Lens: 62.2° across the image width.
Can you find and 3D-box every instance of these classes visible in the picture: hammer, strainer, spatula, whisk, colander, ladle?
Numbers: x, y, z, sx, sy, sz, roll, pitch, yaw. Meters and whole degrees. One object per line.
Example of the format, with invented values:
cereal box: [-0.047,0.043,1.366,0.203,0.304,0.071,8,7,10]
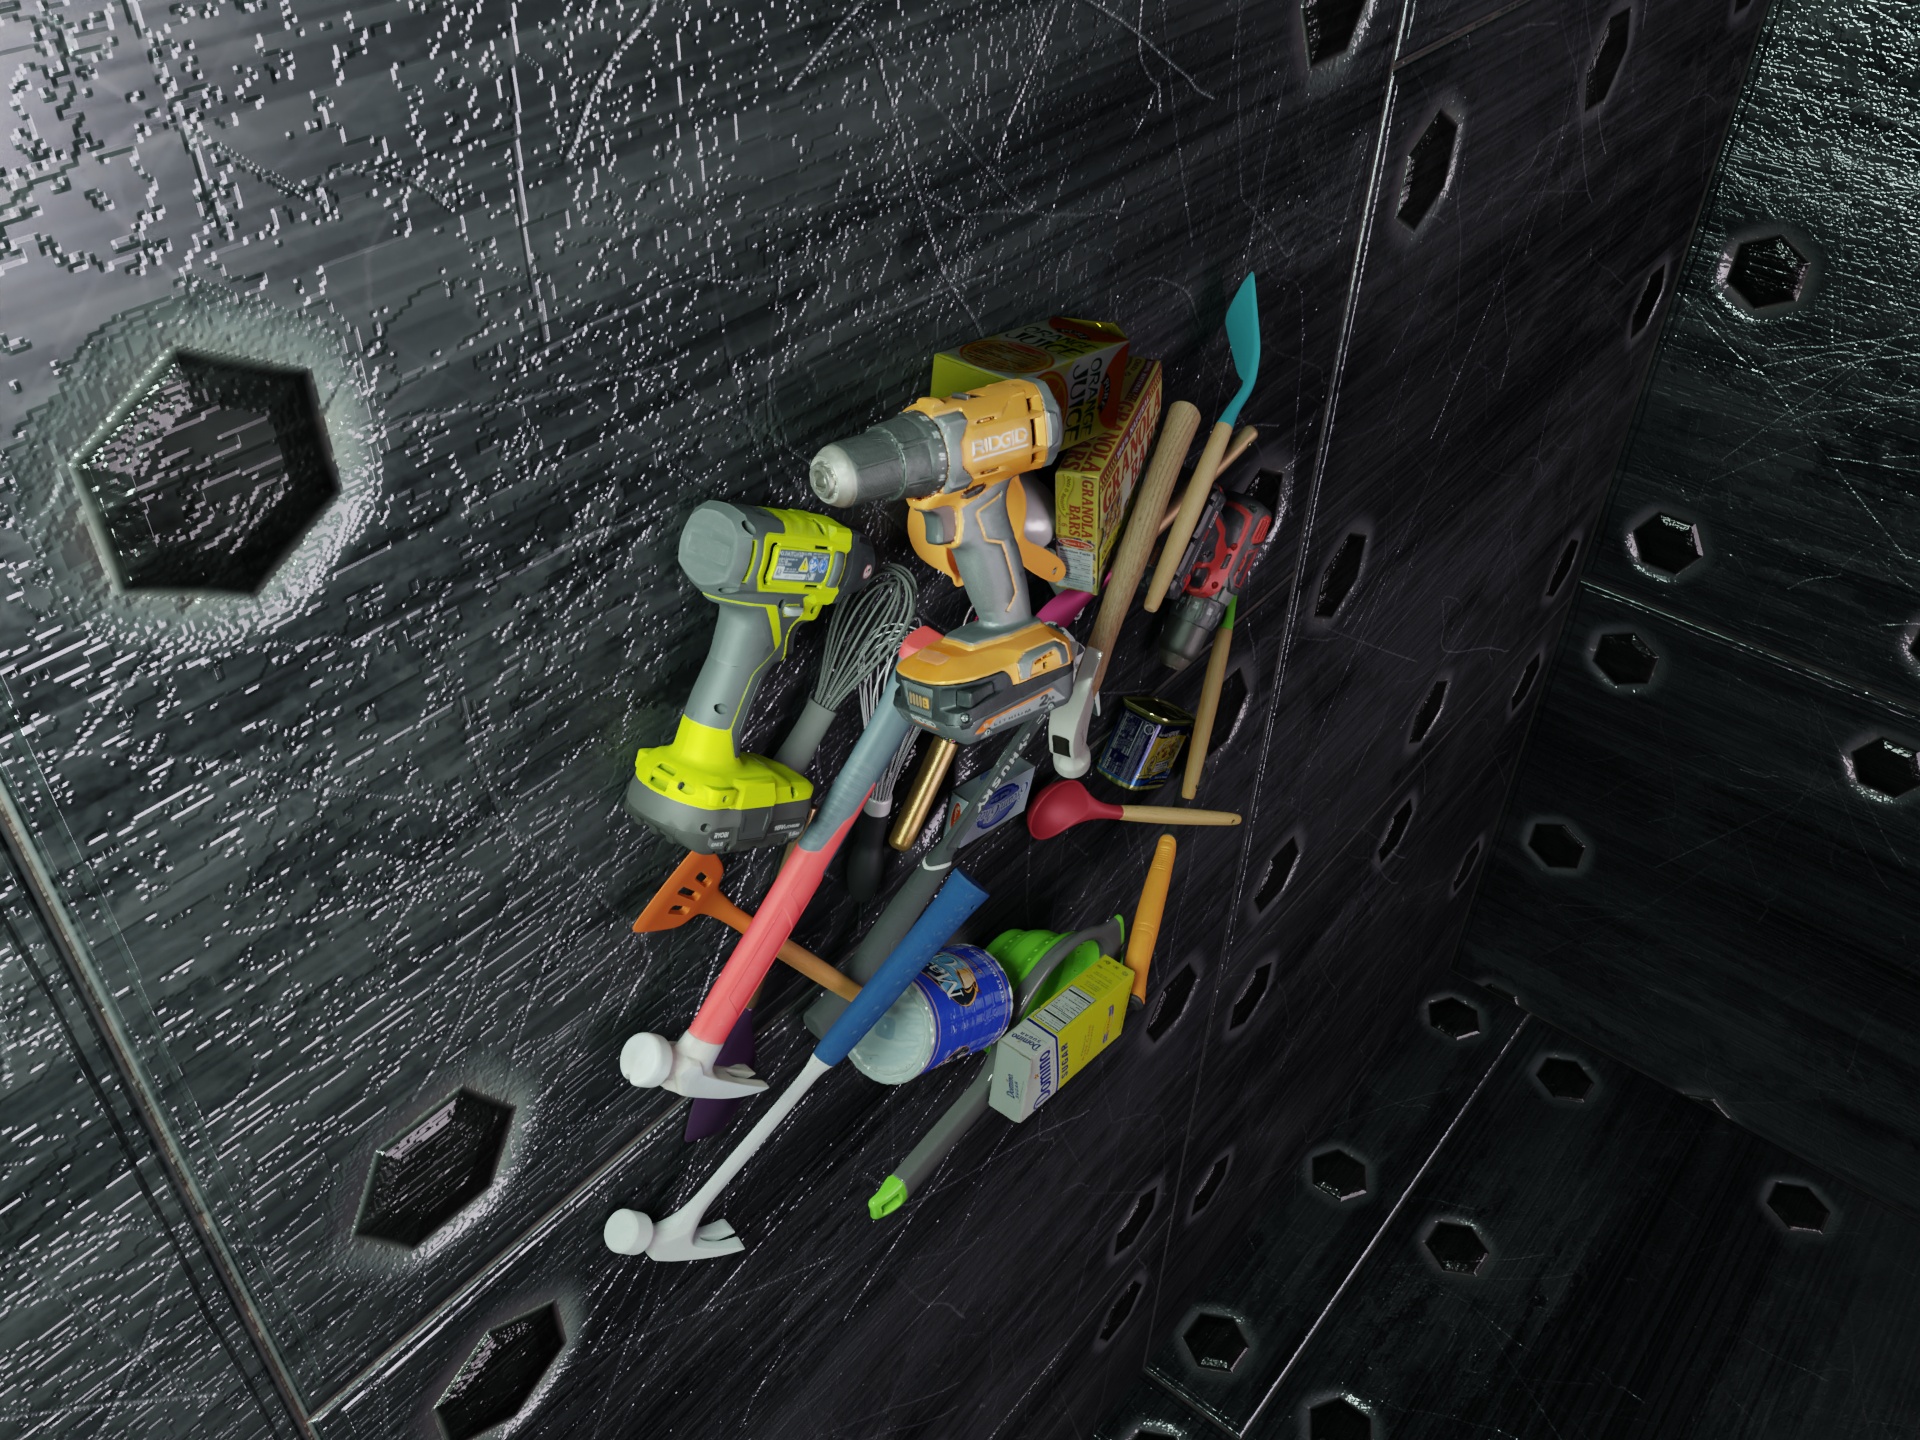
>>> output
hammer: [0.136,-0.122,1.300,0.130,0.031,0.331,75,33,-65]
hammer: [-0.103,0.108,1.176,0.386,0.038,0.143,-59,146,3]
strainer: [0.074,-0.141,1.344,0.258,0.050,0.087,49,57,-64]
spatula: [-0.142,0.176,1.231,0.081,0.041,0.322,-52,140,-5]
whisk: [-0.002,-0.005,1.323,0.051,0.047,0.245,17,99,-56]
colander: [0.016,0.330,1.601,0.397,0.095,0.204,-43,146,-32]
spatula: [-0.163,0.206,1.278,0.059,0.018,0.315,-5,120,-49]
hammer: [-0.117,0.288,1.311,0.405,0.035,0.144,-50,144,2]
ladle: [0.184,0.096,1.651,0.315,0.031,0.069,6,117,-39]
spatula: [0.209,-0.236,1.375,0.082,0.044,0.318,119,-5,-73]
whisk: [-0.103,-0.010,1.162,0.239,0.055,0.055,-60,152,6]
hammer: [-0.008,0.107,1.380,0.409,0.036,0.149,-55,153,-2]
whisk: [-0.062,0.040,1.266,0.070,0.070,0.284,-31,144,-43]
hammer: [0.219,0.155,1.728,0.127,0.034,0.337,73,31,-53]

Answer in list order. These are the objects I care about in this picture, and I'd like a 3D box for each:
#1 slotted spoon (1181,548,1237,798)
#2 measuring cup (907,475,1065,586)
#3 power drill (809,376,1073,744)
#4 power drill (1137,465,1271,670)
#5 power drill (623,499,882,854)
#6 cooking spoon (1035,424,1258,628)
slotted spoon: [0.271,-0.072,1.664,0.070,0.031,0.314,22,80,-61]
measuring cup: [0.023,-0.144,1.227,0.173,0.052,0.095,21,98,-57]
power drill: [-0.009,-0.102,1.059,0.185,0.084,0.226,-22,117,-35]
power drill: [0.217,-0.146,1.538,0.226,0.080,0.188,11,106,-64]
power drill: [-0.132,-0.031,1.063,0.171,0.080,0.223,-3,114,-57]
cooking spoon: [0.148,-0.148,1.393,0.319,0.017,0.068,-45,159,-7]
